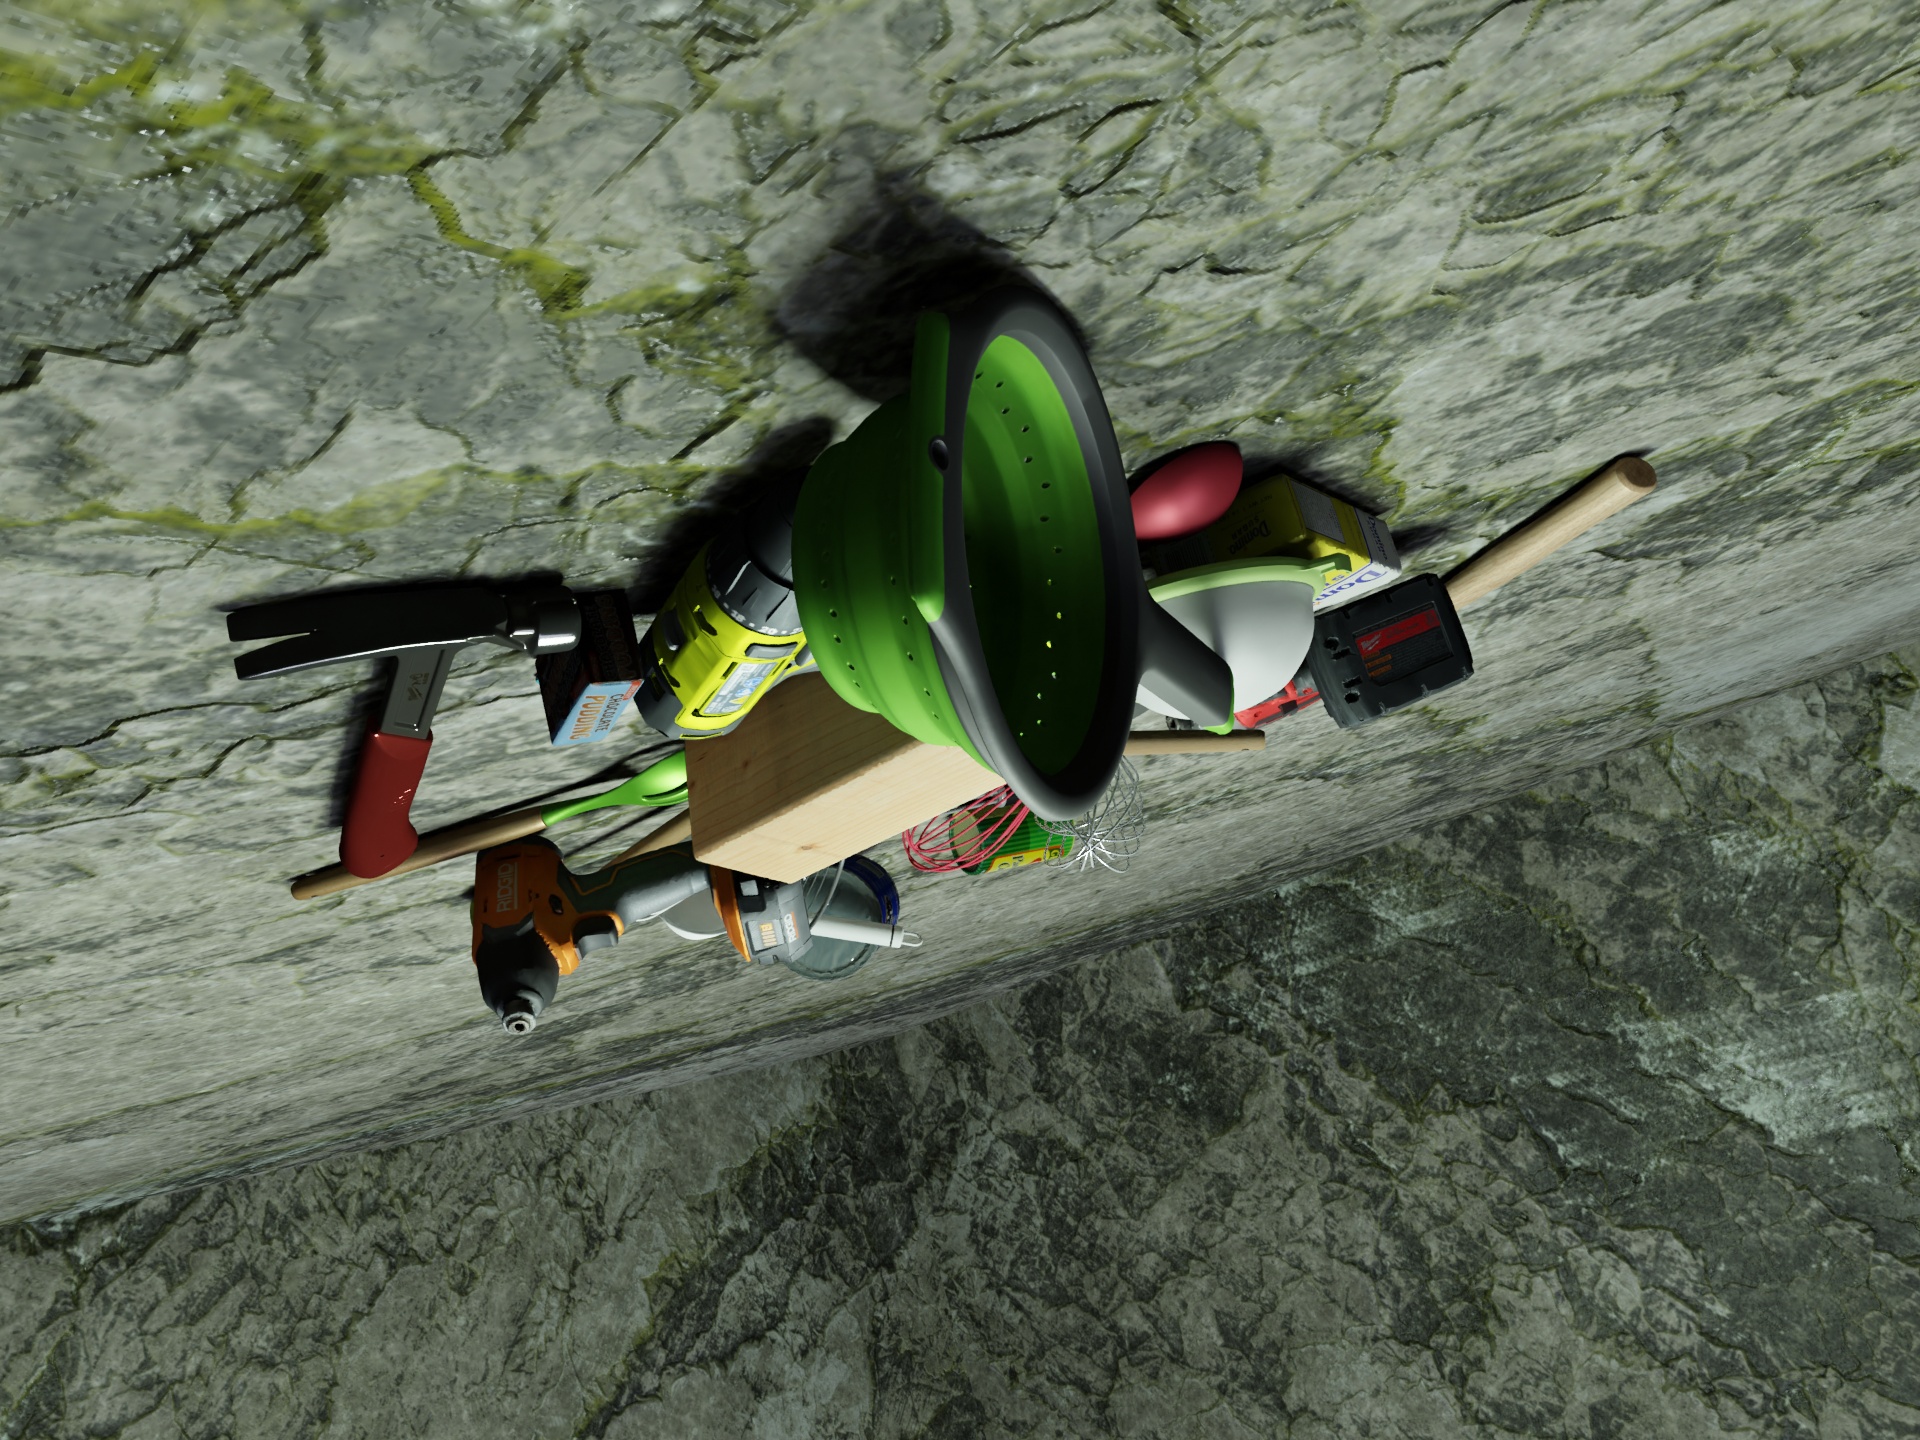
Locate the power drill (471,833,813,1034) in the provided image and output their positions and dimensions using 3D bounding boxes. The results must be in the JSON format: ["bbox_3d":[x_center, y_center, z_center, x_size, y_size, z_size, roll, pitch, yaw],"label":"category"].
[{"bbox_3d":[-0.221,0.133,1.091,0.226,0.164,0.084,-11,129,-6],"label":"power drill"}]

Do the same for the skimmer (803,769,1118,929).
[{"bbox_3d":[-0.006,0.097,1.369,0.363,0.090,0.127,-13,132,-25],"label":"skimmer"}]

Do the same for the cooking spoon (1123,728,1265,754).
[{"bbox_3d":[0.054,0.018,1.126,0.319,0.017,0.068,-2,167,10],"label":"cooking spoon"}]

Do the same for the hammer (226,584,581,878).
[{"bbox_3d":[-0.312,0.020,0.847,0.149,0.037,0.359,-9,163,-29],"label":"hammer"}]

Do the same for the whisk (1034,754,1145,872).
[{"bbox_3d":[0.083,0.016,1.008,0.070,0.070,0.285,-21,-160,14],"label":"whisk"}]

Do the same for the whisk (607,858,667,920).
[{"bbox_3d":[-0.199,0.124,1.351,0.246,0.059,0.058,-10,-159,-38],"label":"whisk"}]

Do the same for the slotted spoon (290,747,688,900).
[{"bbox_3d":[-0.303,0.072,1.072,0.314,0.031,0.070,-17,166,4],"label":"slotted spoon"}]

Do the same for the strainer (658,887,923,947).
[{"bbox_3d":[-0.160,0.172,1.370,0.258,0.087,0.050,9,123,-4],"label":"strainer"}]

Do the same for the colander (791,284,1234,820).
[{"bbox_3d":[0.031,-0.044,0.702,0.094,0.205,0.396,-5,166,24],"label":"colander"}]

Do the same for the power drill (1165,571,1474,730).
[{"bbox_3d":[0.248,-0.033,1.146,0.143,0.078,0.219,-21,180,-23],"label":"power drill"}]

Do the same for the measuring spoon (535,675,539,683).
[{"bbox_3d":[-0.169,-0.031,0.877,0.128,0.021,0.042,-1,161,-21],"label":"measuring spoon"}]

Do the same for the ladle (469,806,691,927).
[{"bbox_3d":[-0.257,0.097,1.209,0.320,0.062,0.078,-33,157,27],"label":"ladle"}]

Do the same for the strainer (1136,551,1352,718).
[{"bbox_3d":[0.137,-0.026,0.962,0.151,0.069,0.256,-10,167,-6],"label":"strainer"}]

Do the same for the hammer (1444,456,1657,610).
[{"bbox_3d":[0.390,-0.105,1.193,0.130,0.031,0.331,-9,163,-26],"label":"hammer"}]

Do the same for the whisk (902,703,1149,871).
[{"bbox_3d":[0.065,0.029,1.197,0.296,0.073,0.073,-37,158,27],"label":"whisk"}]

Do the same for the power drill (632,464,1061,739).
[{"bbox_3d":[-0.033,-0.061,0.789,0.228,0.080,0.190,-5,156,-34],"label":"power drill"}]

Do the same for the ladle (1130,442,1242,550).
[{"bbox_3d":[0.057,-0.075,0.941,0.069,0.031,0.315,-3,162,-35],"label":"ladle"}]
